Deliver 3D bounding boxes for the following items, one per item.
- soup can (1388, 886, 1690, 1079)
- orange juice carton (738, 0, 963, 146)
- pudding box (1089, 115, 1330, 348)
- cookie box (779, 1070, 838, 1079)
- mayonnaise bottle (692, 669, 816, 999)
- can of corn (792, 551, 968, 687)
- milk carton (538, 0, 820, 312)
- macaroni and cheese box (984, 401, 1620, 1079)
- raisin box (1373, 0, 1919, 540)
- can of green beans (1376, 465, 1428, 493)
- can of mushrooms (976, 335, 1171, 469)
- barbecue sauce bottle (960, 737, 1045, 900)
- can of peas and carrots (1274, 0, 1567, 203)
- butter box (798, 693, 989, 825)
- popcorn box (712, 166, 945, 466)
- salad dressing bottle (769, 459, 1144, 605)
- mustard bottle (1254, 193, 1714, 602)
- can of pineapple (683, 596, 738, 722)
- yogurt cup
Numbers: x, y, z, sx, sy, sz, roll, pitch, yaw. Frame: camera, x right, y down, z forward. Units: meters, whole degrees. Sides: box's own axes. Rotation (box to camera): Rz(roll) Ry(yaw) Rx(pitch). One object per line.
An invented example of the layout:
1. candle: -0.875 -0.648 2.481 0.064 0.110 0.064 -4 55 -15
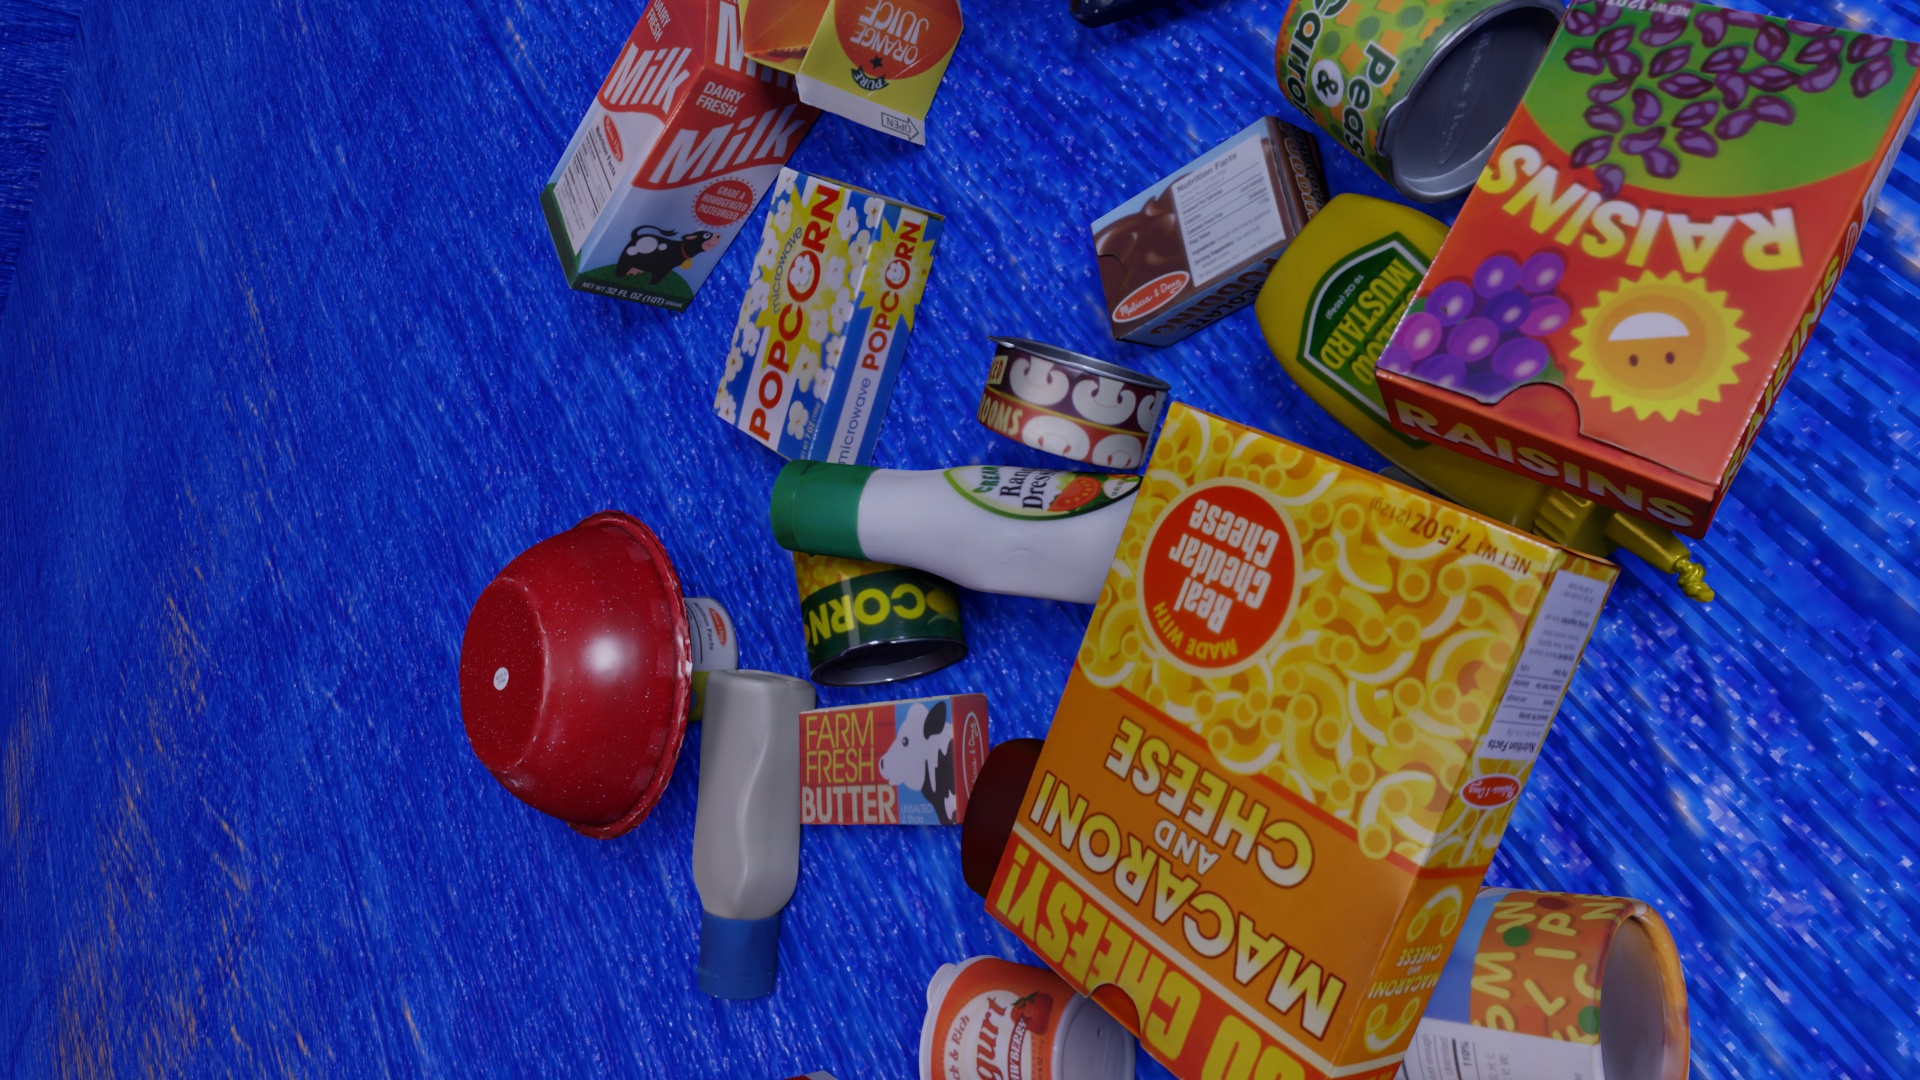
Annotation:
1. soup can: 0.146 0.126 0.382 0.083 0.071 0.071 -9 79 45
2. orange juice carton: -0.054 -0.274 0.633 0.073 0.072 0.193 -22 70 43
3. pudding box: 0.089 -0.108 0.494 0.083 0.030 0.050 -25 69 42
4. cookie box: -0.083 0.258 0.529 0.123 0.168 0.040 12 94 46
5. mayonnaise bottle: -0.100 0.137 0.655 0.064 0.041 0.148 4 89 53
6. can of corn: -0.035 0.024 0.578 0.071 0.071 0.058 -28 65 41
7. milk carton: -0.138 -0.213 0.713 0.189 0.072 0.074 -47 55 34
8. macaroni and cheese box: 0.082 0.059 0.380 0.124 0.040 0.166 29 102 45
9. raisin box: 0.173 -0.073 0.353 0.086 0.040 0.123 27 84 29
10. can of green beans: 0.113 0.011 0.433 0.071 0.058 0.071 -7 80 46
11. can of mushrooms: 0.039 -0.052 0.510 0.071 0.071 0.033 29 108 44
12. barbecue sauce bottle: 0.065 0.120 0.482 0.148 0.044 0.064 18 99 45
13. can of peas and carrots: 0.136 -0.145 0.419 0.070 0.071 0.059 -56 49 26
14. butter box: -0.030 0.096 0.598 0.103 0.024 0.053 -13 76 44
15. popcorn box: -0.064 -0.102 0.646 0.085 0.038 0.126 30 107 44
16. salad dressing bottle: 0.002 -0.006 0.518 0.147 0.064 0.043 6 114 20
17. mustard bottle: 0.154 -0.039 0.403 0.065 0.049 0.161 -56 50 23
18. can of pineapple: -0.157 0.062 0.710 0.071 0.058 0.071 -6 81 46
19. yogurt cup: 0.027 0.186 0.501 0.054 0.072 0.072 -10 78 37
